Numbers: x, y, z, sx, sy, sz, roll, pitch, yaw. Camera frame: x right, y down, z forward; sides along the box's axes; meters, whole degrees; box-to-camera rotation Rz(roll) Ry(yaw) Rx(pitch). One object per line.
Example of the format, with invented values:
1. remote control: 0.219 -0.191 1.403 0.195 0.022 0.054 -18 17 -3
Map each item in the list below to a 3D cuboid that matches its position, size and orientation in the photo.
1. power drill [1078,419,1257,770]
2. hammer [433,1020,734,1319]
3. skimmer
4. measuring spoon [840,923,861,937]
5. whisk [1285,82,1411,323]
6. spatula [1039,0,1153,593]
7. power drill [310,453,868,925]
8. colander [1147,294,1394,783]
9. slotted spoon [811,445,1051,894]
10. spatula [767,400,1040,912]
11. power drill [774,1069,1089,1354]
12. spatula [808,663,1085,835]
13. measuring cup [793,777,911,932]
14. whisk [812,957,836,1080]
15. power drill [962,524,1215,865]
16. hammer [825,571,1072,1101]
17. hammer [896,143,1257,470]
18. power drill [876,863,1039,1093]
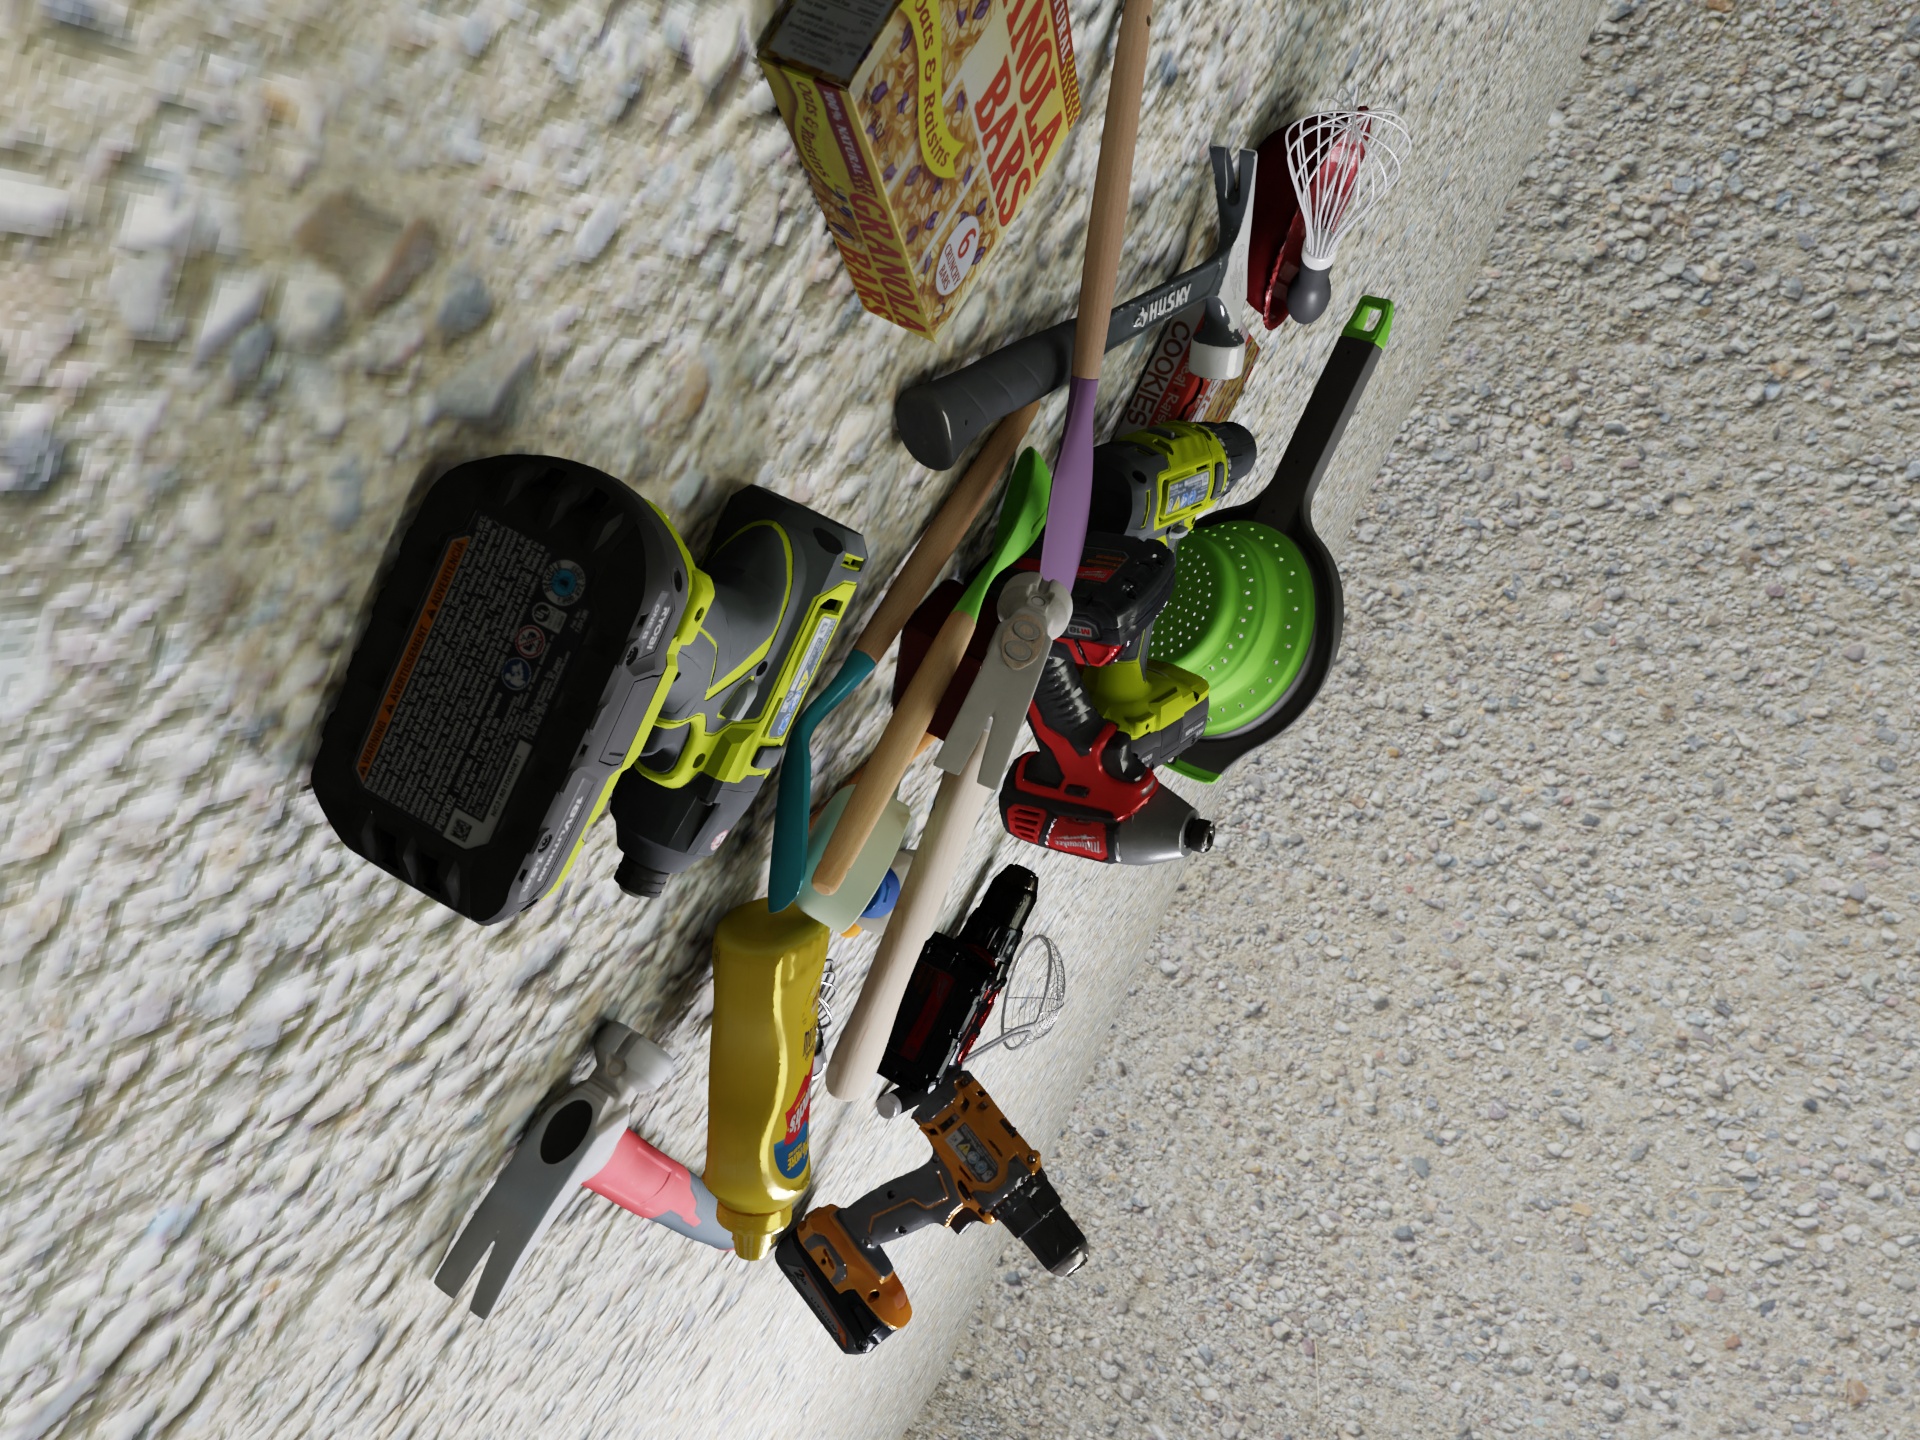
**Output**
1. power drill: 0.134 -0.092 1.083 0.190 0.080 0.228 -27 130 -49
2. hammer: -0.180 0.281 0.907 0.143 0.038 0.386 -56 164 -19
3. skimmer: 0.004 0.311 1.599 0.363 0.090 0.127 -15 134 -57
4. measuring spoon: -0.058 0.137 1.117 0.021 0.011 0.117 -65 165 9
5. whisk: 0.230 -0.312 1.006 0.070 0.070 0.284 -61 171 -4
6. spatula: 0.068 -0.202 0.812 0.060 0.018 0.315 -33 135 -57
7. power drill: -0.115 -0.005 0.557 0.171 0.080 0.223 -64 168 7
8. colander: 0.217 -0.153 1.216 0.094 0.205 0.397 19 97 -43
9. slotted spoon: -0.009 -0.034 0.841 0.314 0.031 0.070 -63 -178 -36
10. spatula: -0.029 -0.046 0.833 0.317 0.044 0.082 -59 -173 -20
11. power drill: -0.020 0.431 1.328 0.226 0.185 0.084 -43 167 9
12. spatula: -0.002 -0.003 1.004 0.323 0.041 0.081 -43 143 -49
13. measuring cup: -0.056 0.044 0.869 0.083 0.038 0.168 -54 -166 33
14. whisk: -0.100 0.194 1.009 0.058 0.059 0.246 -45 165 -19
15. power drill: 0.083 -0.004 0.984 0.078 0.143 0.219 -47 138 -41
16. hammer: -0.026 0.108 0.911 0.146 0.038 0.410 -67 178 -47
17. hammer: 0.082 -0.221 0.888 0.409 0.036 0.149 -39 139 -50
18. power drill: -0.001 0.207 1.314 0.188 0.080 0.226 -63 168 2
